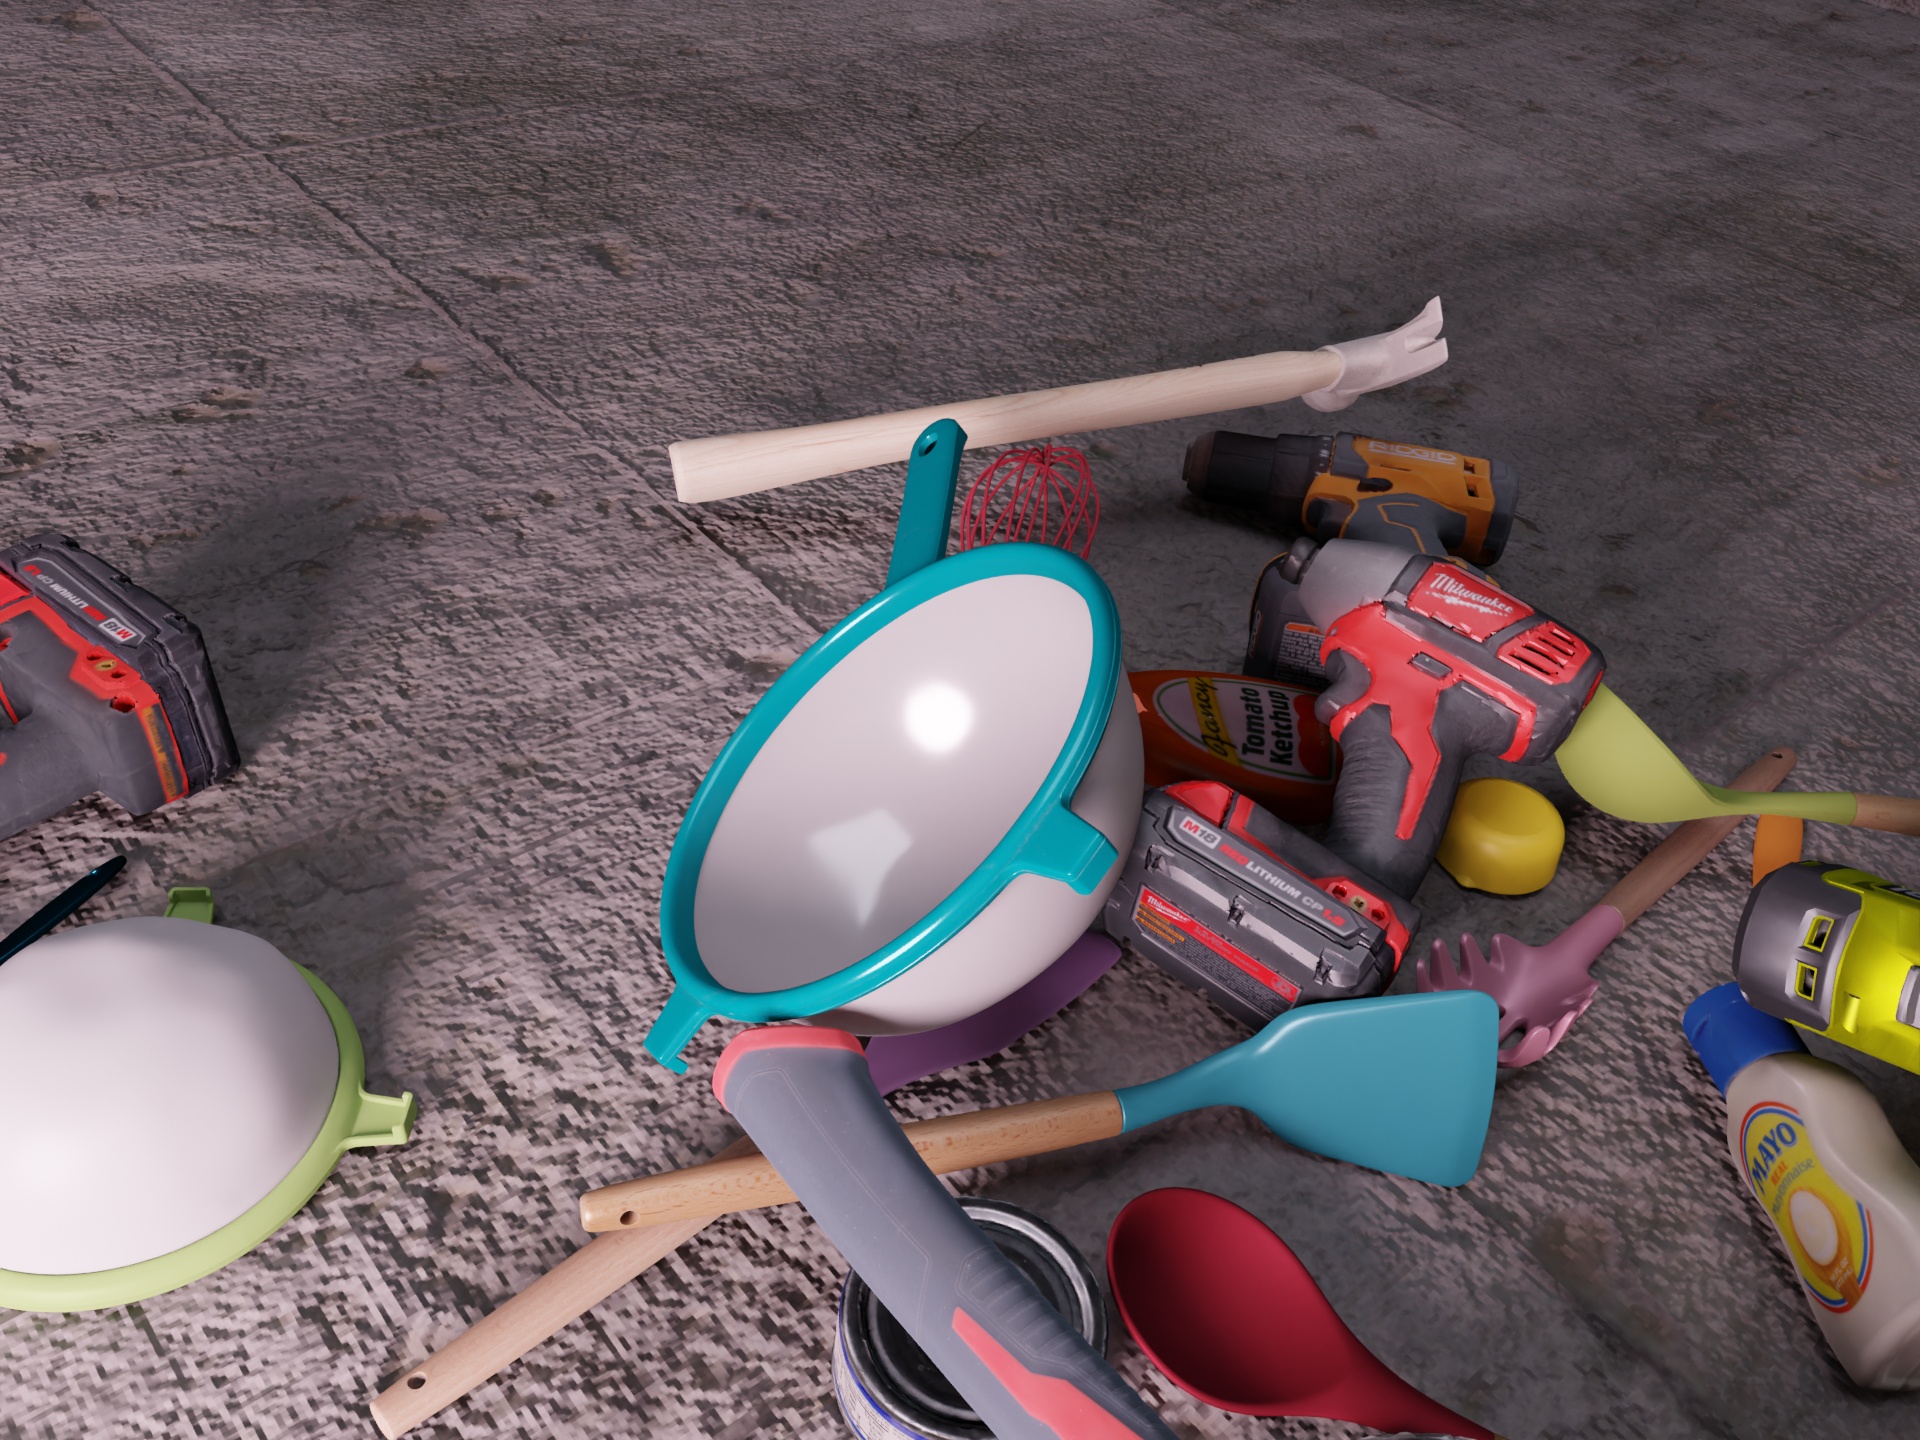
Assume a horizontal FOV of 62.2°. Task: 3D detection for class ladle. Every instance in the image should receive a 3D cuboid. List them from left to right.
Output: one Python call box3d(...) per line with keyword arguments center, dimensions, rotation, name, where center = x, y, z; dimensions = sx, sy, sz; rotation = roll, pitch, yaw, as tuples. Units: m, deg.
box3d(center=(0.187, 0.237, 0.488), dimensions=(0.315, 0.031, 0.069), rotation=(24, 45, 16), name="ladle")
box3d(center=(0.423, 0.031, 0.704), dimensions=(0.320, 0.062, 0.078), rotation=(8, 13, 3), name="ladle")

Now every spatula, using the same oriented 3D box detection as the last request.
box3d(center=(-0.061, 0.145, 0.562), dimensions=(0.060, 0.018, 0.316), rotation=(26, 41, 37), name="spatula")
box3d(center=(0.033, 0.143, 0.542), dimensions=(0.317, 0.082, 0.044), rotation=(-6, 23, -17), name="spatula")

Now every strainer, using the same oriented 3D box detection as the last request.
box3d(center=(-0.315, 0.132, 0.493), dimensions=(0.152, 0.069, 0.256), rotation=(33, 44, 27), name="strainer")
box3d(center=(-0.001, -0.002, 0.645), dimensions=(0.211, 0.095, 0.341), rotation=(-28, 33, 27), name="strainer")

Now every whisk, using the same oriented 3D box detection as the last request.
box3d(center=(0.017, -0.041, 0.772), dimensions=(0.073, 0.073, 0.296), rotation=(12, 46, 5), name="whisk")

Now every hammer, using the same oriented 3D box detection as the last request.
box3d(center=(0.052, -0.167, 0.850), dimensions=(0.410, 0.038, 0.146), rotation=(-11, 3, -10), name="hammer")
box3d(center=(0.040, 0.210, 0.391), dimensions=(0.143, 0.038, 0.387), rotation=(-38, 49, -18), name="hammer")

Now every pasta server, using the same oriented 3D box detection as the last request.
box3d(center=(0.299, 0.070, 0.699), dimensions=(0.316, 0.040, 0.060), rotation=(-27, 41, -36), name="pasta server")

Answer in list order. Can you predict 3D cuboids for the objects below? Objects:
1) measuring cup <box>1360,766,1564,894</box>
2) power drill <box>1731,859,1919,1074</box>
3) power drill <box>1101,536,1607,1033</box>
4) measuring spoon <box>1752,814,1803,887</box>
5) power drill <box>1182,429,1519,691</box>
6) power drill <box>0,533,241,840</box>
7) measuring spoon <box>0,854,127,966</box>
box3d(center=(0.206, 0.027, 0.740), dimensions=(0.157, 0.029, 0.062), rotation=(31, 45, 27), name="measuring cup")
box3d(center=(0.423, 0.106, 0.562), dimensions=(0.228, 0.080, 0.191), rotation=(6, 9, -30), name="power drill")
box3d(center=(0.157, 0.014, 0.657), dimensions=(0.143, 0.078, 0.220), rotation=(33, 62, 17), name="power drill")
box3d(center=(0.379, 0.066, 0.736), dimensions=(0.021, 0.011, 0.117), rotation=(22, 42, 16), name="measuring spoon")
box3d(center=(0.200, -0.089, 0.843), dimensions=(0.185, 0.084, 0.226), rotation=(12, 36, 9), name="power drill")
box3d(center=(-0.426, 0.016, 0.612), dimensions=(0.188, 0.080, 0.227), rotation=(28, 47, 23), name="power drill")
box3d(center=(-0.357, 0.080, 0.575), dimensions=(0.042, 0.021, 0.129), rotation=(-11, 26, 29), name="measuring spoon")
